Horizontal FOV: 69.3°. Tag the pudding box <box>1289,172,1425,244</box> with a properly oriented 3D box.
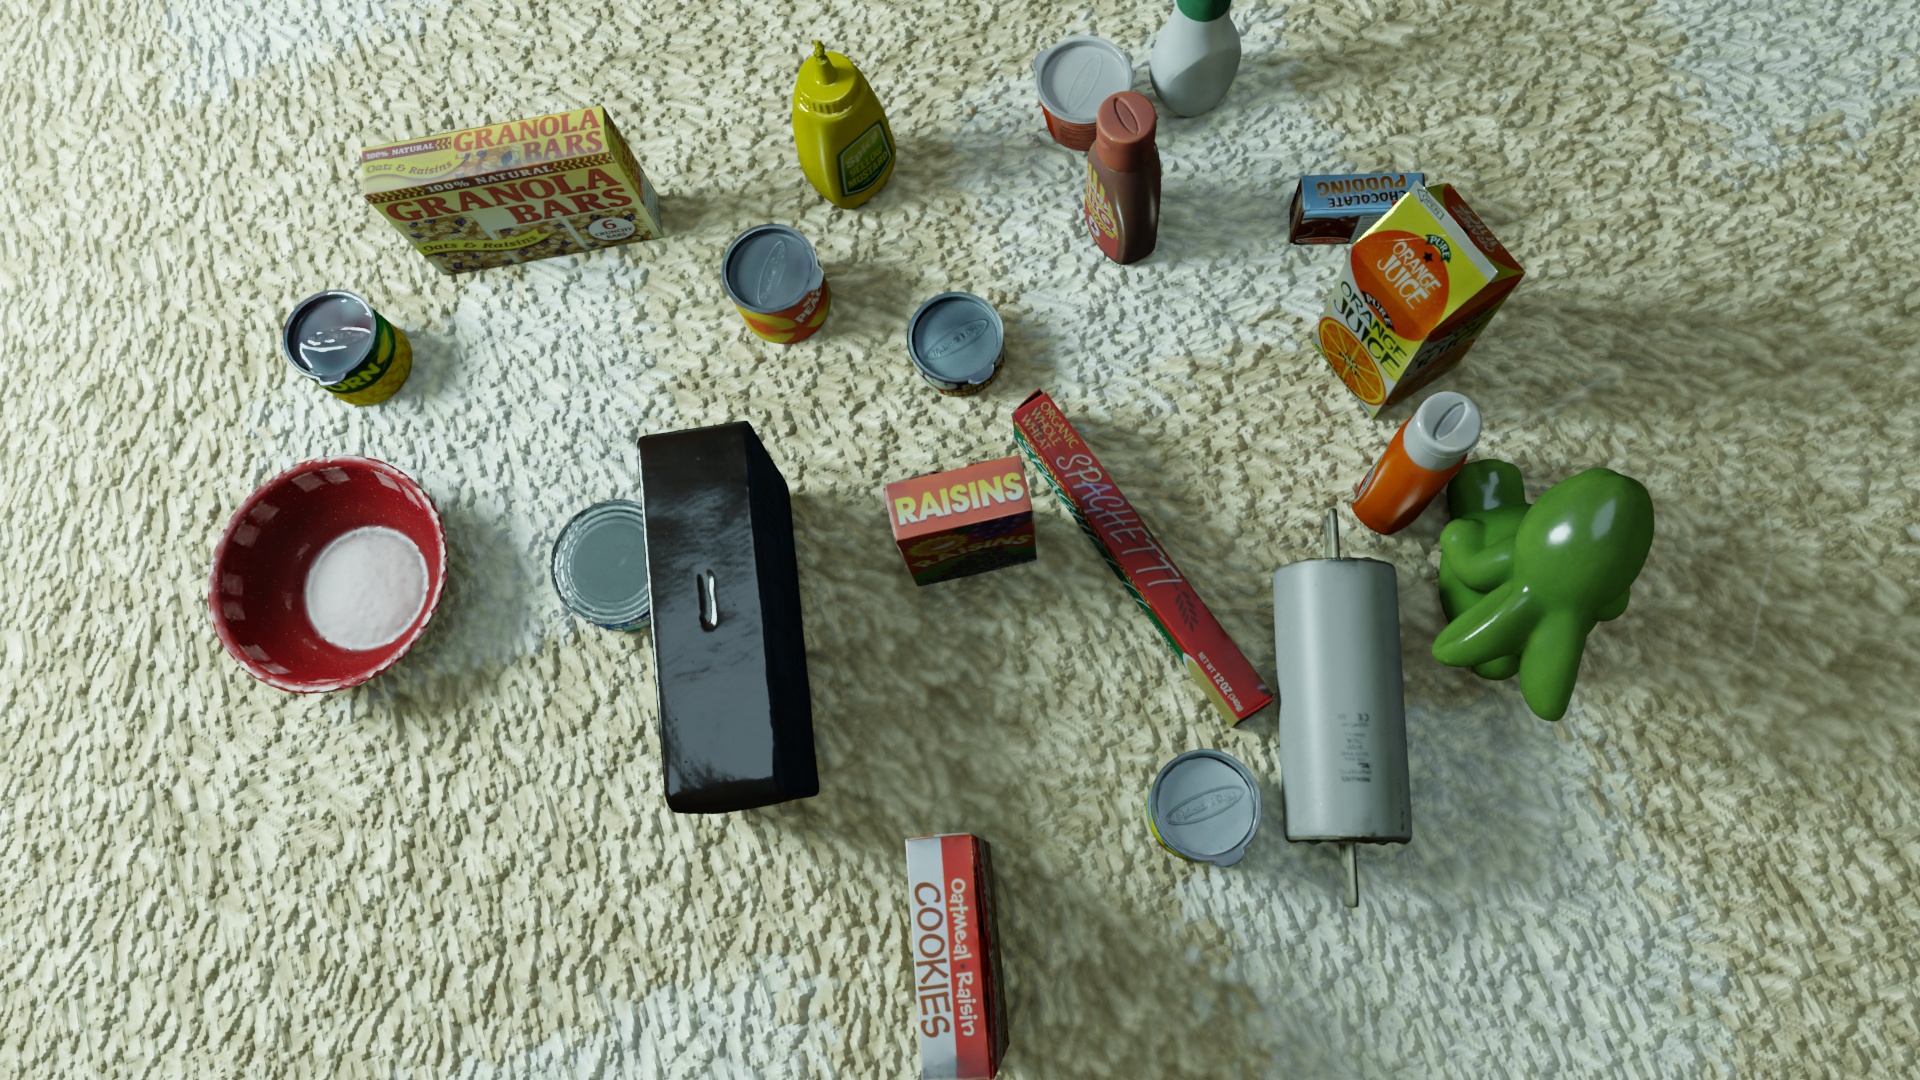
[{"bbox_3d":[0.270,-0.226,0.949,0.084,0.049,0.030,-1,76,4],"label":"pudding box"}]

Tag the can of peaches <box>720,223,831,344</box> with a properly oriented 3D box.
[{"bbox_3d":[-0.124,-0.176,0.962,0.071,0.058,0.071,-1,75,4],"label":"can of peaches"}]

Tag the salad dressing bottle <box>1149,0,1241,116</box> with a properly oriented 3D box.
[{"bbox_3d":[0.161,-0.344,0.938,0.064,0.147,0.044,-23,75,-2],"label":"salad dressing bottle"}]

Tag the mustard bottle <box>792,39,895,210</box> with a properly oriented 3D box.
[{"bbox_3d":[-0.083,-0.283,0.934,0.065,0.160,0.049,-43,77,-7],"label":"mustard bottle"}]

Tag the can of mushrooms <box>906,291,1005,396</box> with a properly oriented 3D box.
[{"bbox_3d":[-0.001,-0.132,0.953,0.071,0.033,0.071,-1,75,4],"label":"can of mushrooms"}]

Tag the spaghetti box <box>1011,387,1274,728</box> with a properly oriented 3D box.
[{"bbox_3d":[0.113,0.010,0.898,0.029,0.050,0.250,-34,75,-4],"label":"spaghetti box"}]

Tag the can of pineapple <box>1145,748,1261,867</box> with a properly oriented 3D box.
[{"bbox_3d":[0.148,0.165,0.851,0.071,0.057,0.071,-1,75,4],"label":"can of pineapple"}]

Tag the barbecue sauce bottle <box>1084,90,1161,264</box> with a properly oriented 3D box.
[{"bbox_3d":[0.107,-0.240,0.914,0.044,0.148,0.065,-25,75,-2],"label":"barbecue sauce bottle"}]

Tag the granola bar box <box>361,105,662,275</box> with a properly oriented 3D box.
[{"bbox_3d":[-0.304,-0.239,0.958,0.166,0.124,0.039,-9,75,2],"label":"granola bar box"}]

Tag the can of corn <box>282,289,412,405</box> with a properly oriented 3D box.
[{"bbox_3d":[-0.428,-0.132,0.973,0.071,0.058,0.071,-1,75,4],"label":"can of corn"}]

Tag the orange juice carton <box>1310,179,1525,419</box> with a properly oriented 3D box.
[{"bbox_3d":[0.280,-0.150,0.854,0.073,0.192,0.072,-33,76,-4],"label":"orange juice carton"}]

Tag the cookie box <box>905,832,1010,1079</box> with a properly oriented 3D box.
[{"bbox_3d":[0.001,0.232,0.788,0.040,0.167,0.123,-6,75,3],"label":"cookie box"}]

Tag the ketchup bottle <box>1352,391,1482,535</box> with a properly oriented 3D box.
[{"bbox_3d":[0.282,-0.049,0.850,0.043,0.148,0.065,39,82,12],"label":"ketchup bottle"}]

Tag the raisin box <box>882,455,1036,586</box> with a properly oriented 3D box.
[{"bbox_3d":[0.003,-0.011,0.875,0.086,0.123,0.040,-12,75,1],"label":"raisin box"}]

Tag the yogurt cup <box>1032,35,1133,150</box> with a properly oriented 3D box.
[{"bbox_3d":[0.088,-0.313,0.984,0.072,0.054,0.072,-1,75,4],"label":"yogurt cup"}]
